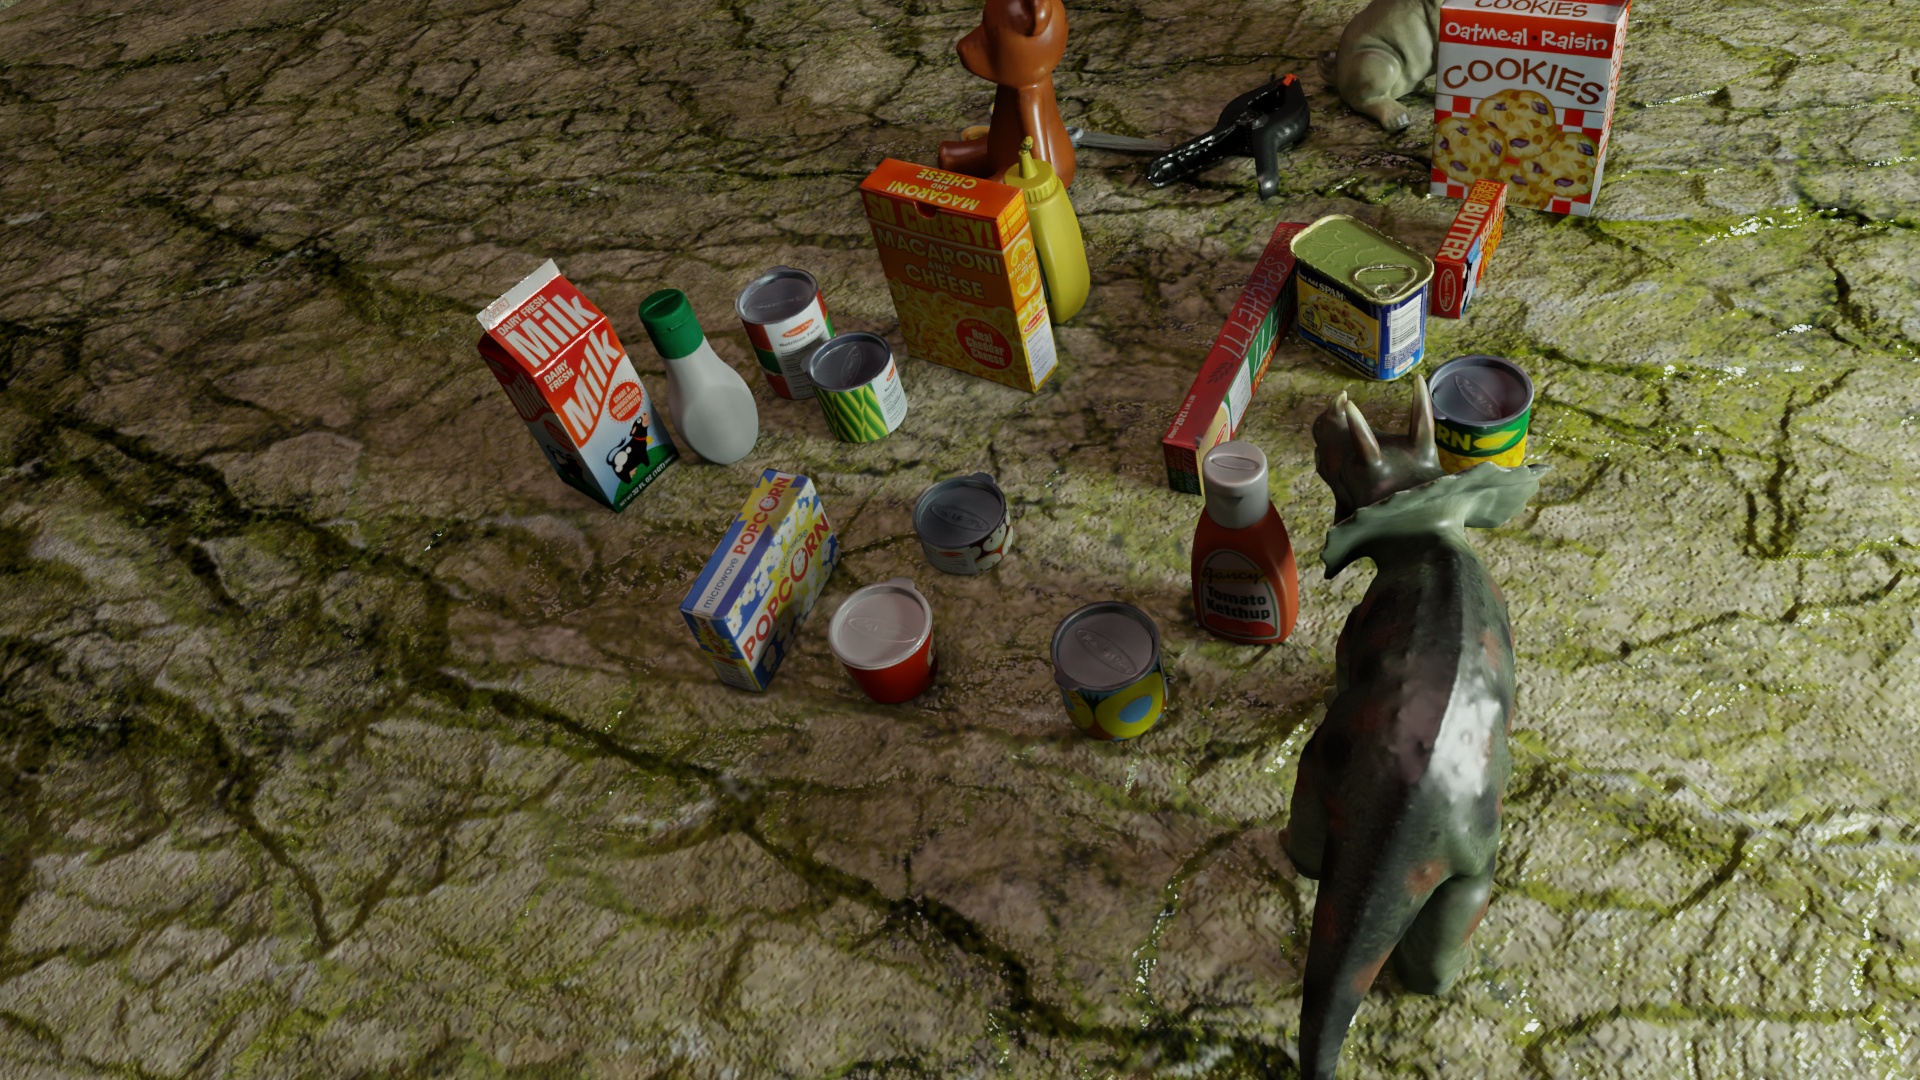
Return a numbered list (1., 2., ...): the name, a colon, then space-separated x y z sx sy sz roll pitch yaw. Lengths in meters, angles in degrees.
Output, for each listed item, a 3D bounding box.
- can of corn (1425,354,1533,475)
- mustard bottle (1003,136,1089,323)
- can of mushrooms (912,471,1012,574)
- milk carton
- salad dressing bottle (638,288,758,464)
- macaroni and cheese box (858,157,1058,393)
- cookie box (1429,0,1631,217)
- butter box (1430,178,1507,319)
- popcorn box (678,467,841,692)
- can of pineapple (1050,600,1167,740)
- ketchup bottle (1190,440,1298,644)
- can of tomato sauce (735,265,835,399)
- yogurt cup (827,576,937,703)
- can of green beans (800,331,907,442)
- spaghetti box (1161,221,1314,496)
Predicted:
1. can of corn: 0.339 -0.079 0.919 0.071 0.058 0.071 -8 48 9
2. mustard bottle: 0.059 -0.241 1.069 0.065 0.159 0.049 31 63 34
3. can of mushrooms: 0.003 -0.012 0.969 0.071 0.033 0.071 -8 48 9
4. milk carton: -0.289 -0.116 1.033 0.073 0.189 0.072 26 61 32
5. salad dressing bottle: -0.197 -0.122 1.042 0.064 0.147 0.044 -32 49 -13
6. macaroni and cheese box: 0.001 -0.196 1.041 0.124 0.165 0.040 21 58 29
7. cookie box: 0.423 -0.331 1.044 0.123 0.166 0.040 17 56 28
8. butter box: 0.378 -0.218 1.034 0.024 0.053 0.104 18 56 28
9. popcorn box: -0.132 0.026 0.937 0.038 0.084 0.127 10 53 23
10. can of pineapple: 0.090 0.081 0.848 0.071 0.057 0.071 -8 48 9
11. ketchup bottle: 0.168 0.003 0.834 0.065 0.148 0.044 10 53 23
12. can of tomato sauce: -0.135 -0.165 1.106 0.071 0.082 0.071 -8 48 9
13. yogurt cup: -0.047 0.069 0.898 0.072 0.053 0.073 -8 48 9
14. can of green beans: -0.079 -0.117 1.067 0.071 0.057 0.071 -8 48 9
15. spaghetti box: 0.207 -0.139 1.013 0.029 0.050 0.251 14 55 26
